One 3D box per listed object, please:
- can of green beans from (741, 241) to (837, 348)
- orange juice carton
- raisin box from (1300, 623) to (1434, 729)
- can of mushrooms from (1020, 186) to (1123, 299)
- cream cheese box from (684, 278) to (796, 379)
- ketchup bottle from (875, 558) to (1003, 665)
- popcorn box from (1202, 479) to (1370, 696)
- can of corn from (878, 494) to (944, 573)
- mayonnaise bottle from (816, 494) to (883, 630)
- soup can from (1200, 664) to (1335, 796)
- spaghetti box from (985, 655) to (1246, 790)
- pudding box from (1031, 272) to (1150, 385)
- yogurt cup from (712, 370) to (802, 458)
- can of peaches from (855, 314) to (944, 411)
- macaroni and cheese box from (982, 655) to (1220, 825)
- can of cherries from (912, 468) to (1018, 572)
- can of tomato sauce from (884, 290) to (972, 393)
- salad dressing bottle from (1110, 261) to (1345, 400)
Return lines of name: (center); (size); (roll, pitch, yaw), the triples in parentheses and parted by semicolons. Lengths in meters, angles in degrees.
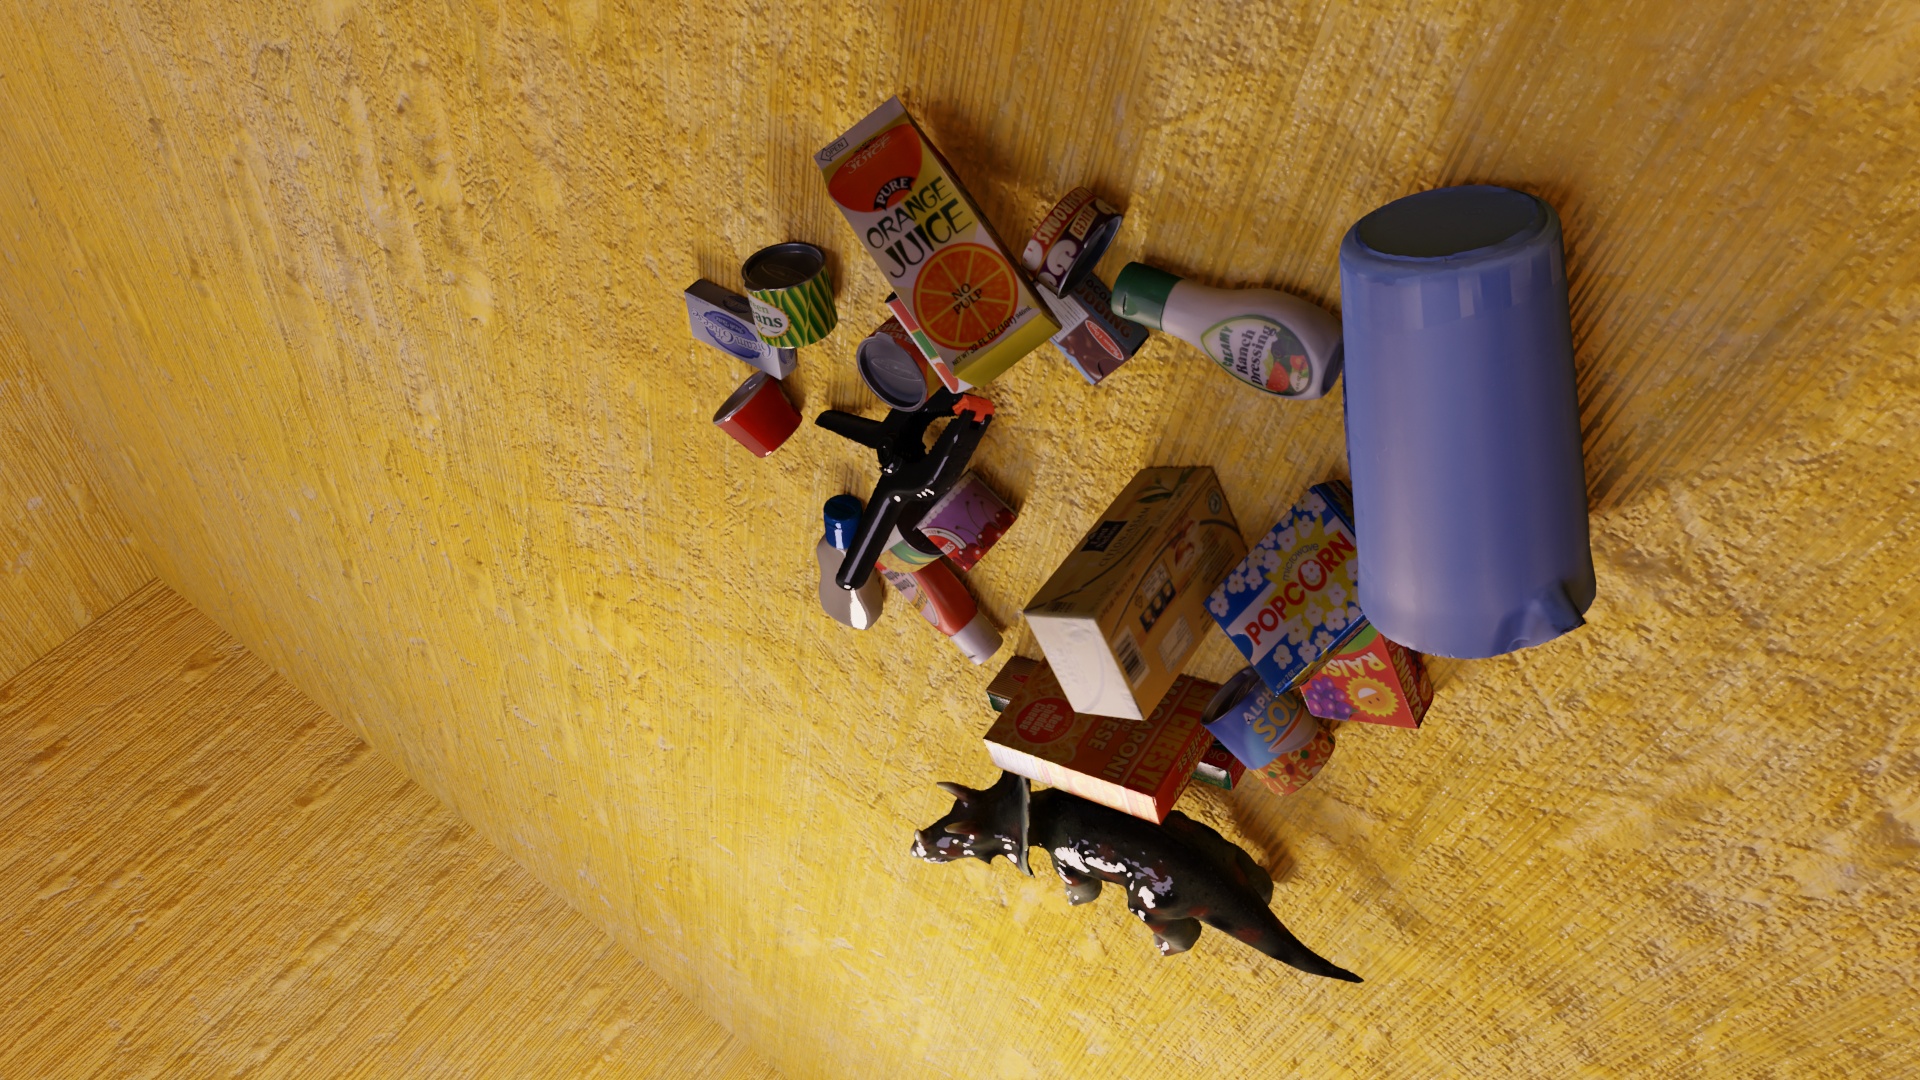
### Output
can of green beans: (-0.133, -0.192, 1.091); (0.071, 0.071, 0.057); (21, 141, 29)
orange juice carton: (-0.019, -0.199, 0.914); (0.193, 0.071, 0.073); (56, -168, 10)
raisin box: (0.276, 0.074, 0.989); (0.086, 0.040, 0.123); (1, 129, 44)
can of mushrooms: (0.071, -0.190, 0.884); (0.033, 0.071, 0.070); (40, 146, 8)
cream cheese box: (-0.189, -0.182, 1.196); (0.104, 0.024, 0.053); (27, 144, 23)
ketchup bottle: (-0.022, 0.048, 1.259); (0.148, 0.044, 0.064); (48, 155, -8)
popcorn box: (0.233, 0.032, 0.930); (0.085, 0.038, 0.126); (54, 129, 22)
can of corn: (-0.037, -0.010, 1.195); (0.071, 0.071, 0.058); (48, 146, -7)
mayonnaise bottle: (-0.107, 0.020, 1.320); (0.065, 0.041, 0.147); (25, 141, 22)
soup can: (0.241, 0.146, 1.080); (0.084, 0.072, 0.071); (44, 146, -2)
spaghetti box: (0.136, 0.156, 1.211); (0.250, 0.050, 0.028); (14, 139, 35)
pudding box: (0.082, -0.152, 0.948); (0.083, 0.030, 0.049); (46, 145, -5)
yogurt cup: (-0.177, -0.110, 1.229); (0.054, 0.073, 0.072); (47, 147, -20)
can of peaches: (-0.036, -0.143, 1.053); (0.071, 0.058, 0.070); (27, 143, 23)
macaroni and cheese box: (0.122, 0.156, 1.159); (0.166, 0.124, 0.040); (14, 139, 36)
can of cherries: (0.004, -0.014, 1.141); (0.058, 0.072, 0.071); (43, 146, -2)
can of tomato sauce: (-0.002, -0.158, 0.996); (0.071, 0.071, 0.083); (-16, 116, 52)
salad dressing bottle: (0.166, -0.135, 0.869); (0.148, 0.044, 0.064); (25, 141, 24)
